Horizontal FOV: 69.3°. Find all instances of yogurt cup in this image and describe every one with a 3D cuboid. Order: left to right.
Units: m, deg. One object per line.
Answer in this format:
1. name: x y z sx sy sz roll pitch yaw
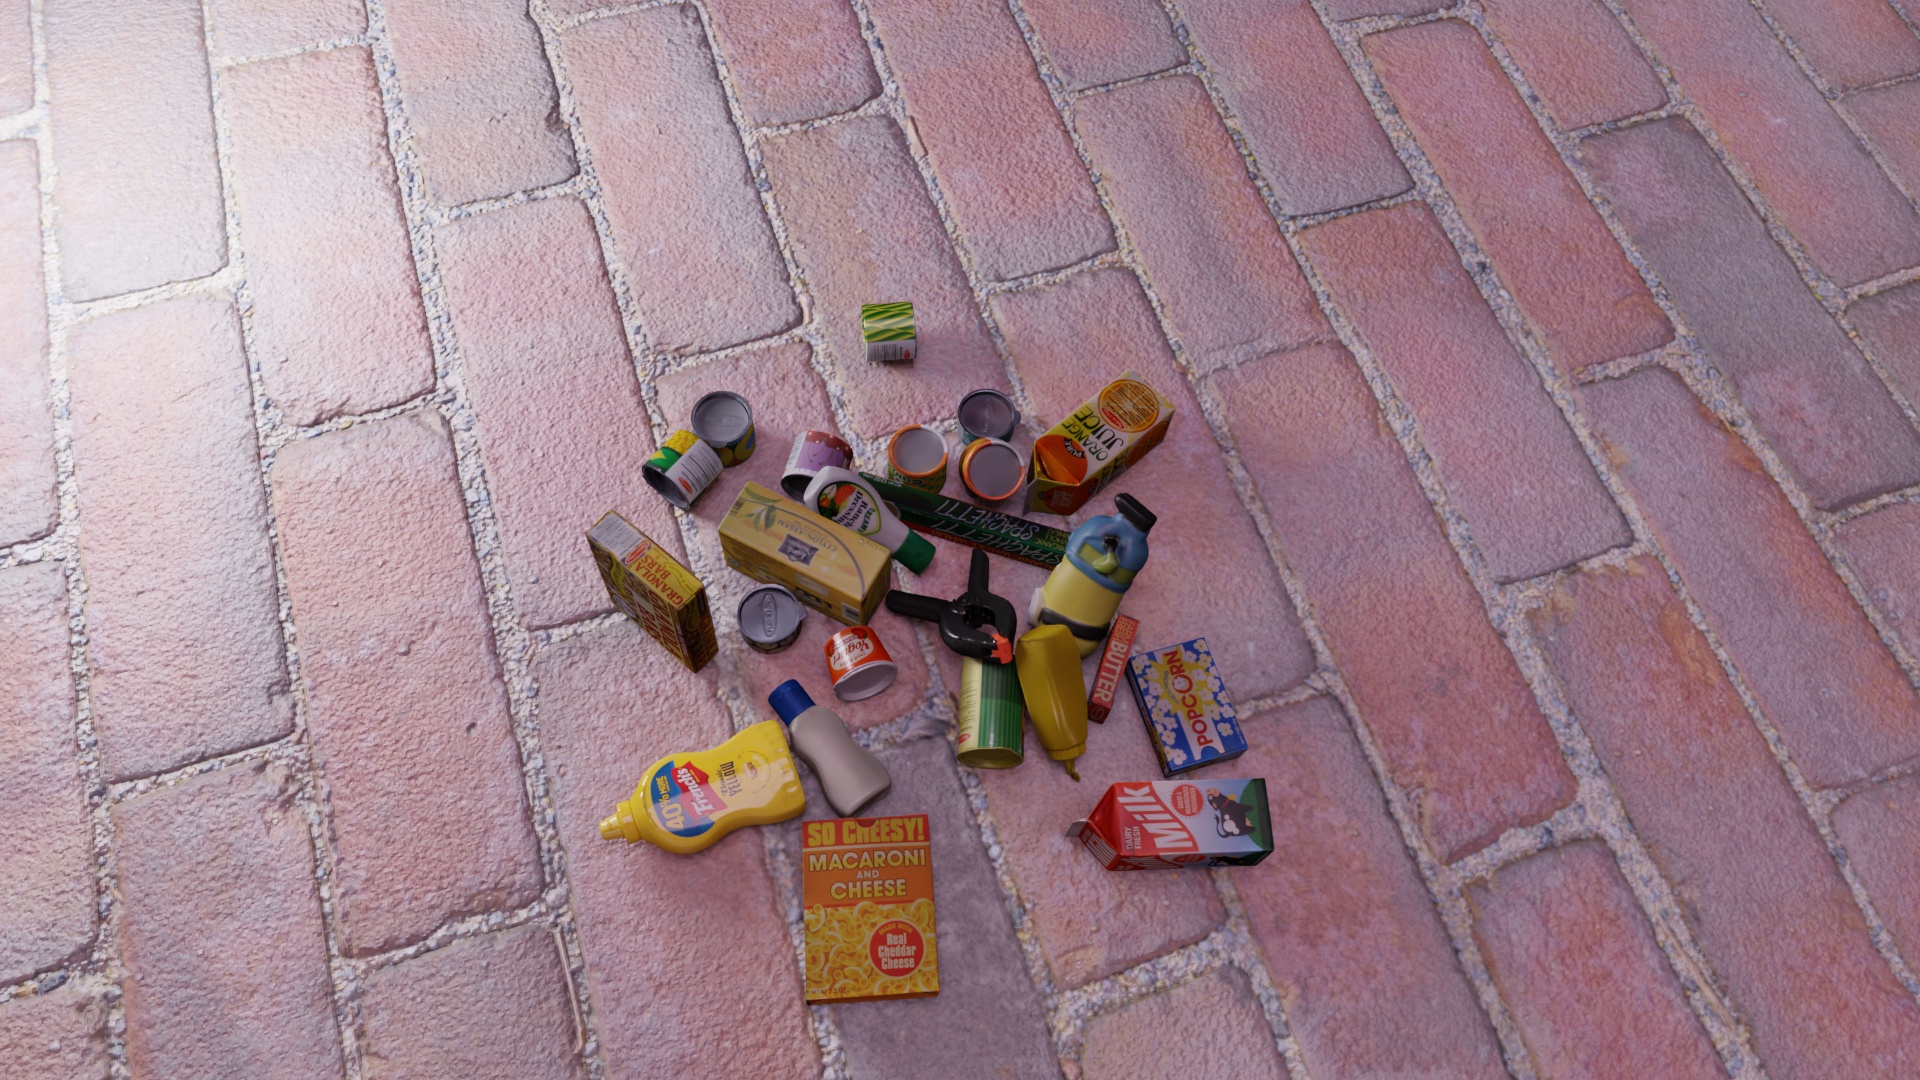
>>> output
1. yogurt cup: -0.104 0.123 1.408 0.072 0.072 0.054 -19 59 -13

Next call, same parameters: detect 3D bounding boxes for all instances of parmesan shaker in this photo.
1. parmesan shaker: 0.034 0.169 1.390 0.071 0.071 0.103 4 64 -2

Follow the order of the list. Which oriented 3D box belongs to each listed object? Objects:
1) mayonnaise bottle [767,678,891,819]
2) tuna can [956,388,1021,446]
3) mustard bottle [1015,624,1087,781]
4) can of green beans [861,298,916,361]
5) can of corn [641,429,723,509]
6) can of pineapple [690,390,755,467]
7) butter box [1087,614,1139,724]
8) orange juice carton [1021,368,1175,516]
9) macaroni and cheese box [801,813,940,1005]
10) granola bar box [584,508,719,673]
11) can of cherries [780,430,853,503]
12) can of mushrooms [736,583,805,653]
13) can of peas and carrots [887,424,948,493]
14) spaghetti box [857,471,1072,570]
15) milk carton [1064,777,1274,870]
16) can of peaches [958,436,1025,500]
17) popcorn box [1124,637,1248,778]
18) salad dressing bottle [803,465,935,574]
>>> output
1. mayonnaise bottle: -0.134 0.204 1.379 0.065 0.041 0.148 -33 70 -21
2. tuna can: 0.031 -0.134 1.559 0.071 0.032 0.071 2 64 -3
3. mustard bottle: 0.096 0.167 1.385 0.065 0.049 0.160 -22 103 -48
4. can of green beans: -0.082 -0.238 1.584 0.058 0.071 0.071 -5 65 -6
5. can of corn: -0.300 -0.077 1.491 0.071 0.071 0.058 34 66 12
6. can of pineapple: -0.259 -0.120 1.518 0.071 0.057 0.071 1 64 -3
7. butter box: 0.155 0.132 1.427 0.024 0.053 0.104 20 65 4
8. orange juice carton: 0.140 -0.098 1.527 0.193 0.071 0.073 -38 72 -20
9. macaroni and cheese box: -0.086 0.346 1.312 0.124 0.040 0.167 -2 64 -6
10. granola bar box: -0.301 0.052 1.372 0.124 0.164 0.039 38 67 14
11. can of cherries: -0.152 -0.077 1.501 0.071 0.071 0.058 14 63 3
12. can of mushrooms: -0.195 0.081 1.438 0.071 0.033 0.071 1 63 -3
13. can of peas and carrots: -0.049 -0.083 1.515 0.071 0.058 0.071 1 64 -3
14. spaghetti box: 0.005 -0.019 1.491 0.250 0.050 0.029 17 64 4
15. milk carton: 0.199 0.277 1.349 0.191 0.072 0.074 -1 65 -4
16. can of peaches: 0.033 -0.076 1.504 0.071 0.058 0.071 -1 97 -7
17. popcorn box: 0.230 0.170 1.422 0.085 0.038 0.127 -13 65 -11
18. salad dressing bottle: -0.093 -0.020 1.457 0.147 0.044 0.064 35 96 -18
